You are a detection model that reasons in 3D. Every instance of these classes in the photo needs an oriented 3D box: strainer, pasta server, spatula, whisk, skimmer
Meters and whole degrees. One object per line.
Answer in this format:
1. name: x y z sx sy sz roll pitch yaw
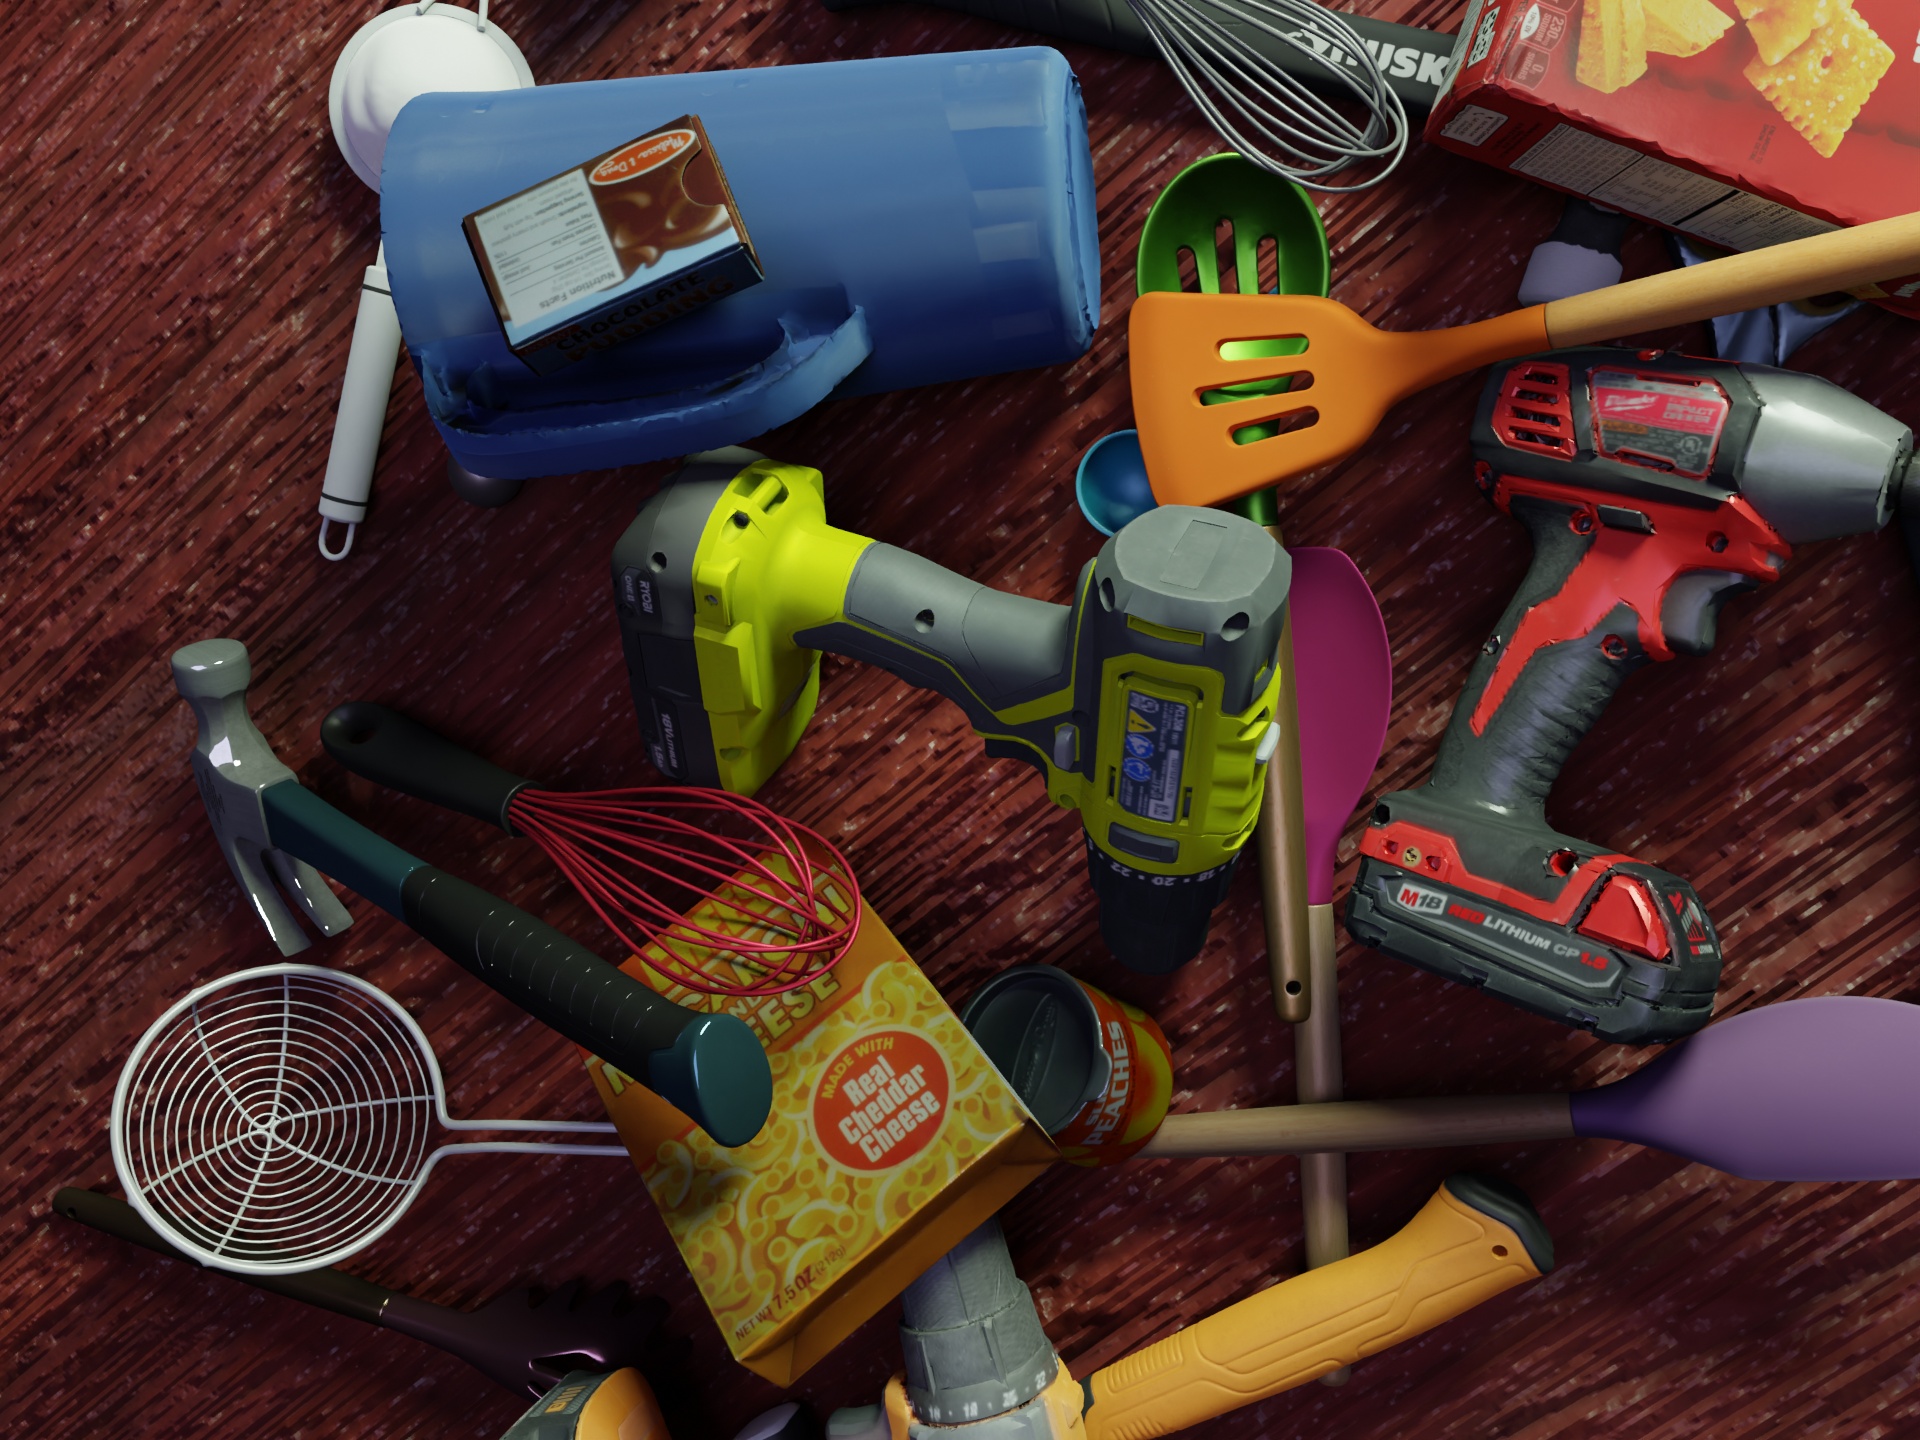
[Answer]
1. strainer: -0.238 -0.191 0.667 0.087 0.050 0.258 15 100 -2
2. pasta server: -0.271 0.252 0.707 0.316 0.040 0.060 10 96 17
3. spatula: 0.189 0.138 0.563 0.316 0.018 0.060 -10 68 22
4. whisk: -0.156 0.040 0.618 0.296 0.073 0.073 18 98 32
5. whisk: 0.056 -0.260 0.554 0.239 0.055 0.055 41 101 13
6. skimmer: -0.153 0.162 0.639 0.363 0.090 0.127 -1 61 11
7. spatula: 0.207 -0.129 0.495 0.323 0.041 0.081 -7 91 33

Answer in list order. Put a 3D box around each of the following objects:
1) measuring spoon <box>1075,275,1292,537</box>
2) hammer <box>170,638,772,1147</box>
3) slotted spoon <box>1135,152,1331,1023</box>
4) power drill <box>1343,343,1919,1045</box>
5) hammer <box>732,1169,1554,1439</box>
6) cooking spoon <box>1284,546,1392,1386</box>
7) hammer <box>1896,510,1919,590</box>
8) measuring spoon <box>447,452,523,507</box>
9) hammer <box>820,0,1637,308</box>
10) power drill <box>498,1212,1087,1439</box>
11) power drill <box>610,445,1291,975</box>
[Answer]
1. measuring spoon: 0.094 -0.121 0.605 0.042 0.021 0.128 42 92 1
2. hammer: -0.197 0.071 0.605 0.331 0.033 0.128 21 124 34
3. slotted spoon: 0.109 -0.045 0.582 0.070 0.031 0.314 -5 93 4
4. power drill: 0.222 -0.012 0.528 0.143 0.078 0.219 19 96 37
5. hammer: 0.071 0.267 0.607 0.337 0.034 0.127 -32 85 18
6. cooking spoon: 0.134 0.094 0.603 0.069 0.017 0.319 -2 93 26
7. hammer: 0.355 0.108 0.522 0.038 0.143 0.386 -7 80 6
8. measuring spoon: -0.197 -0.152 0.668 0.034 0.018 0.124 9 94 13
9. hammer: 0.094 -0.261 0.584 0.335 0.035 0.146 19 98 12
10. power drill: -0.063 0.273 0.592 0.226 0.084 0.185 -15 89 13
11. power drill: -0.001 -0.002 0.576 0.228 0.080 0.190 16 134 17
